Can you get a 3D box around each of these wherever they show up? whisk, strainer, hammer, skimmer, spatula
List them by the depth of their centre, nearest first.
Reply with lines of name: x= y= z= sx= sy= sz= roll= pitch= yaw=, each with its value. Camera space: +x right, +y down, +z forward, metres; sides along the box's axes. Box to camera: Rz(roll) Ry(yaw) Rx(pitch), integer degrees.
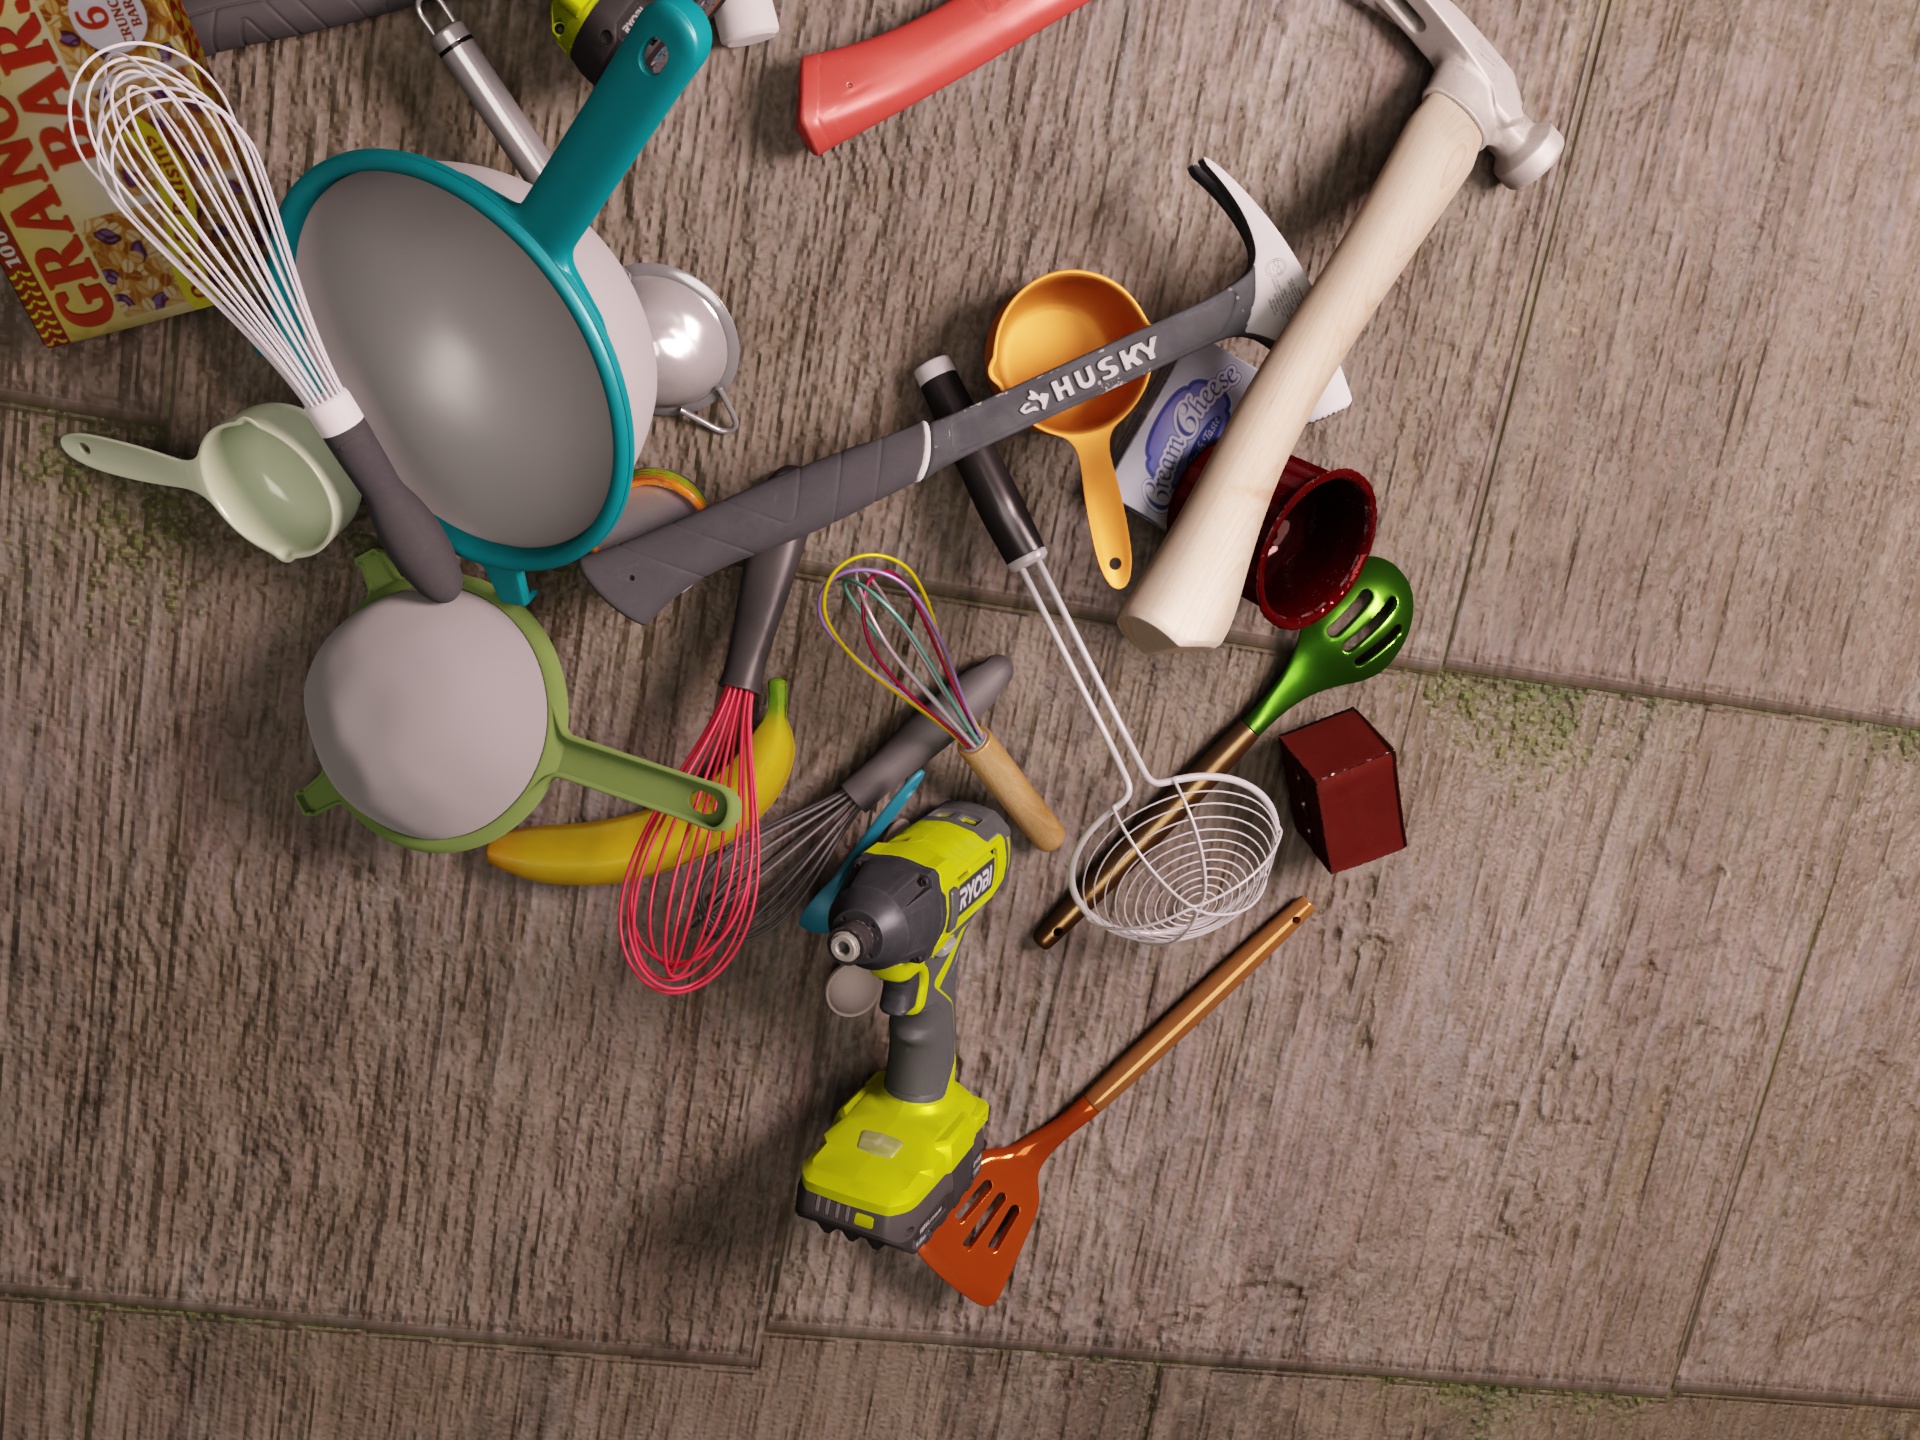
strainer: x=-0.188 y=-0.213 z=0.739 sx=0.211 sy=0.095 sz=0.340 roll=47 pitch=133 yaw=-8
whisk: x=-0.311 y=-0.171 z=0.742 sx=0.070 sy=0.070 sz=0.284 roll=-25 pitch=121 yaw=-3
hammer: x=-0.269 y=-0.378 z=0.787 sx=0.334 sy=0.035 sz=0.146 roll=-16 pitch=106 yaw=-5
hammer: x=0.180 y=-0.207 z=0.806 sx=0.146 sy=0.038 sz=0.411 roll=39 pitch=68 yaw=-18
strainer: x=-0.195 y=-0.248 z=0.811 sx=0.087 sy=0.050 sz=0.258 roll=-24 pitch=113 yaw=22
strainer: x=-0.238 y=0.011 z=0.814 sx=0.256 sy=0.069 sz=0.151 roll=17 pitch=94 yaw=14
hammer: x=-0.004 y=-0.152 z=0.825 sx=0.409 sy=0.036 sz=0.149 roll=-24 pitch=101 yaw=-4
hammer: x=0.075 y=-0.393 z=0.838 sx=0.359 sy=0.037 sz=0.149 roll=-31 pitch=106 yaw=-1
whisk: x=-0.124 y=0.002 z=0.863 sx=0.073 sy=0.073 sz=0.296 roll=15 pitch=82 yaw=-12
whisk: x=0.000 y=-0.004 z=0.877 sx=0.047 sy=0.051 sz=0.244 roll=-57 pitch=133 yaw=-22
skimmer: x=0.066 y=-0.037 z=0.912 sx=0.127 sy=0.090 sz=0.363 roll=-26 pitch=92 yaw=6
whisk: x=-0.061 y=0.043 z=0.914 sx=0.239 sy=0.055 sz=0.055 roll=-41 pitch=106 yaw=-3
spatula: x=0.102 y=0.226 z=0.987 sx=0.322 sy=0.041 sz=0.081 roll=-44 pitch=105 yaw=2

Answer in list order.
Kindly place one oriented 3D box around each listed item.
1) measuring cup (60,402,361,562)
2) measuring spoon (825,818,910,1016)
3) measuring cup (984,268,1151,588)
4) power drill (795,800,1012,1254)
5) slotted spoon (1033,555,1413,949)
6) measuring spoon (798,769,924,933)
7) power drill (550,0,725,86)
measuring cup: x=-0.383 y=-0.134 z=0.816 sx=0.167 sy=0.038 sz=0.083 roll=13 pitch=130 yaw=15
measuring spoon: x=-0.053 y=0.117 z=0.952 sx=0.034 sy=0.018 sz=0.124 roll=16 pitch=94 yaw=-26
measuring cup: x=0.066 y=-0.159 z=0.880 sx=0.095 sy=0.052 sz=0.173 roll=-15 pitch=103 yaw=-7
power drill: x=-0.034 y=0.172 z=0.890 sx=0.080 sy=0.171 sz=0.223 roll=11 pitch=108 yaw=20
slotted spoon: x=0.157 y=0.025 z=0.956 sx=0.070 sy=0.031 sz=0.314 roll=42 pitch=95 yaw=-19
measuring spoon: x=-0.050 y=0.079 z=0.908 sx=0.021 sy=0.042 sz=0.128 roll=43 pitch=118 yaw=12
power drill: x=-0.193 y=-0.427 z=0.730 sx=0.228 sy=0.080 sz=0.190 roll=40 pitch=96 yaw=-14
